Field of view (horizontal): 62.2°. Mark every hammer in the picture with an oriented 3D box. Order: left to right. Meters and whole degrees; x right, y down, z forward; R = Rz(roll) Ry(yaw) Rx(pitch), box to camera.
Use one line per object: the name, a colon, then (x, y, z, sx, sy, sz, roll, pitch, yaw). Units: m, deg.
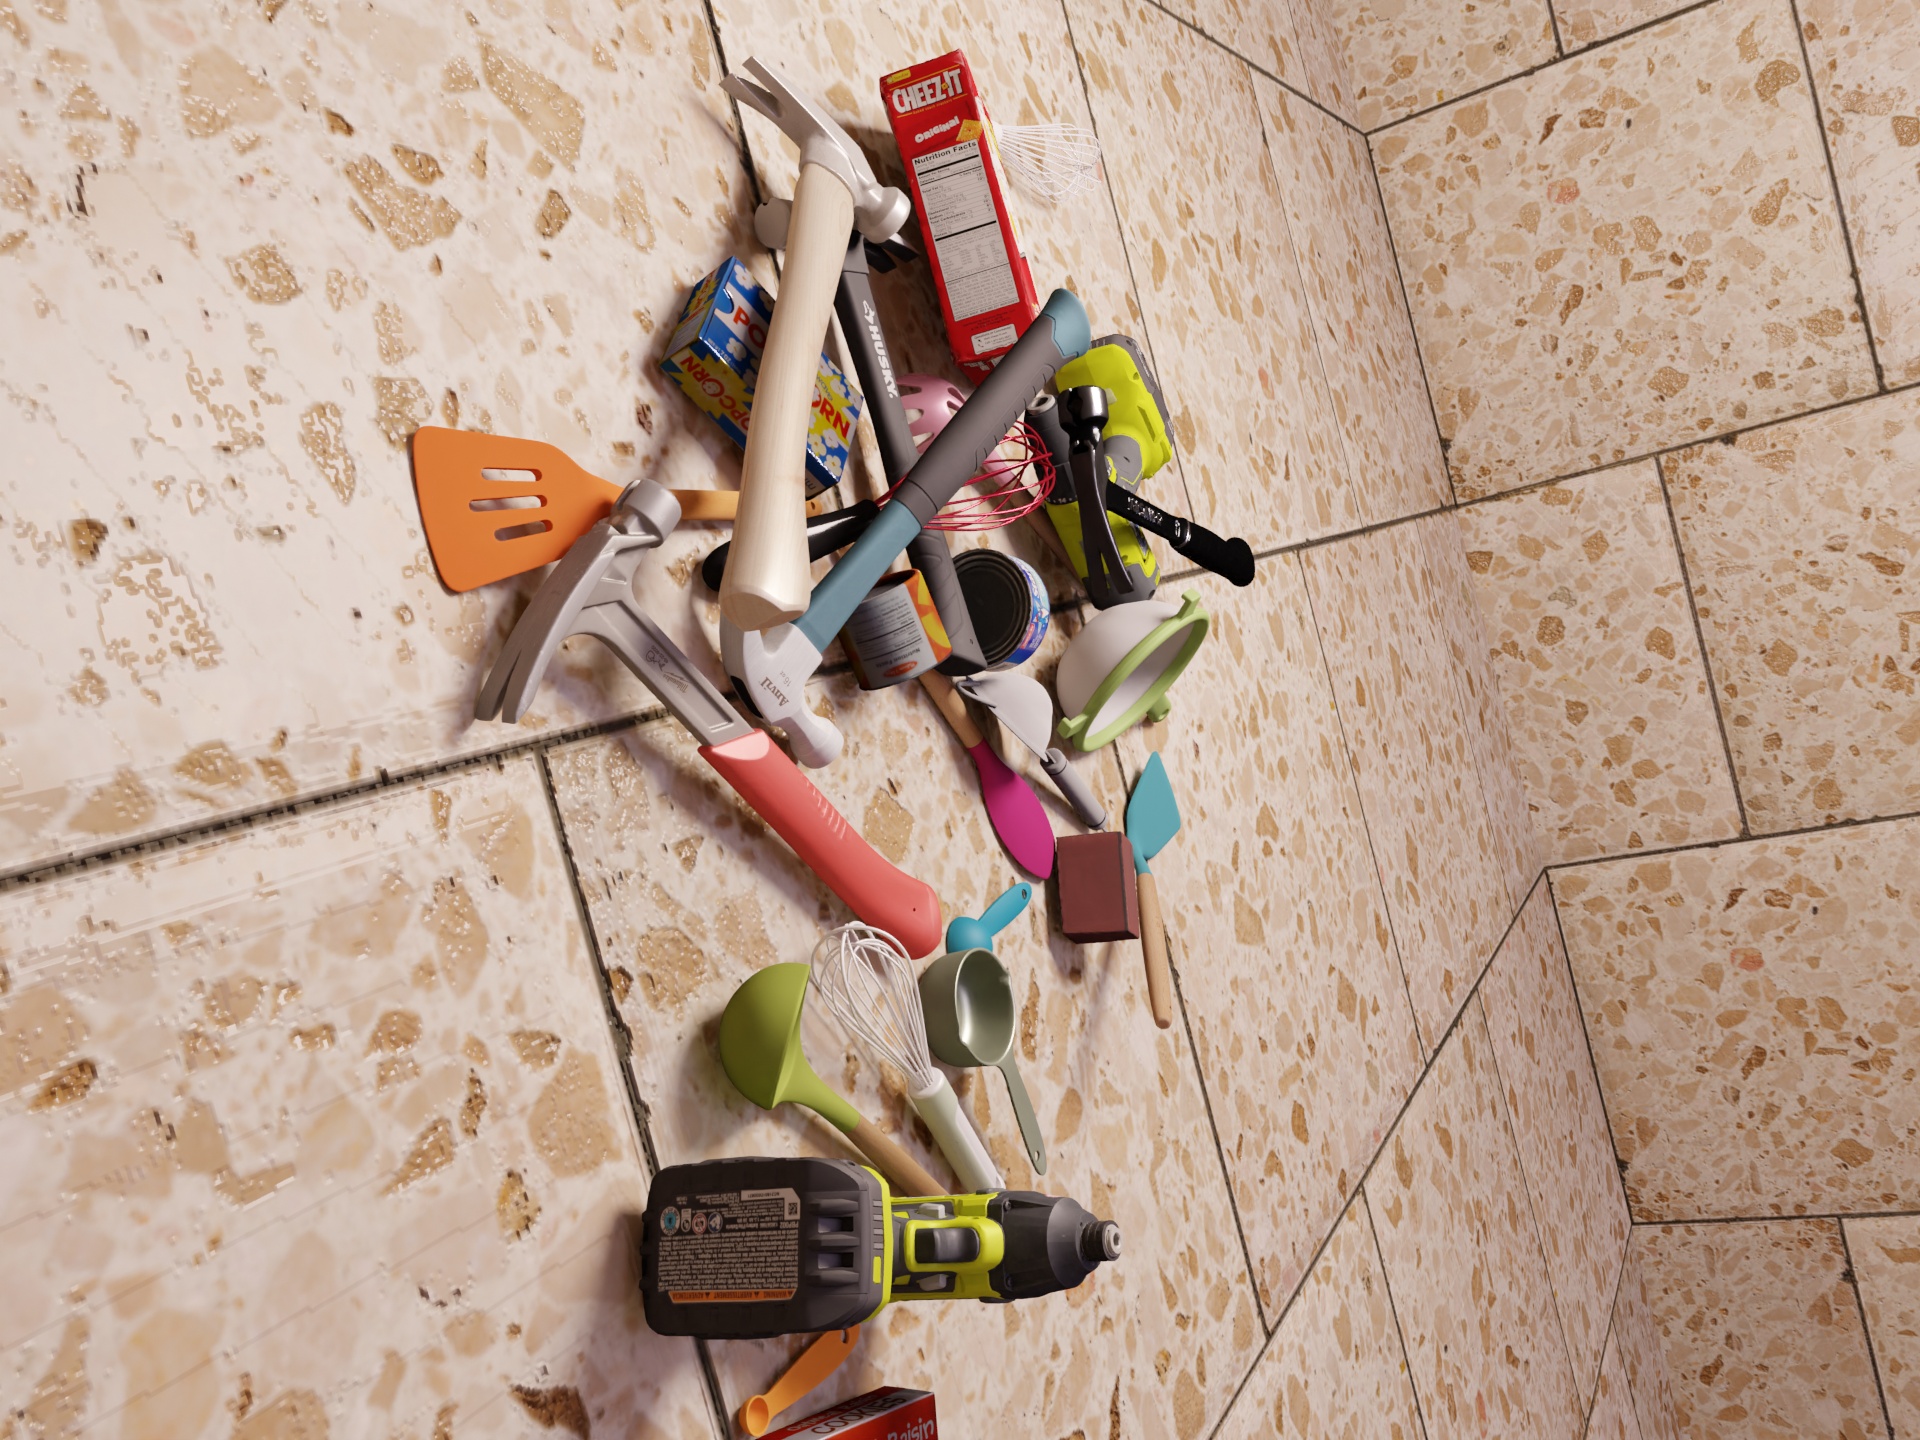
hammer: (-0.112, 0.040, 0.885, 0.358, 0.037, 0.149, 53, 54, -42)
hammer: (-0.103, -0.224, 0.927, 0.146, 0.038, 0.411, 36, 42, -35)
hammer: (-0.042, -0.191, 1.093, 0.146, 0.035, 0.335, -17, 90, -57)
hammer: (-0.025, -0.134, 0.964, 0.331, 0.033, 0.128, -52, 129, -16)
hammer: (0.175, -0.151, 1.298, 0.408, 0.036, 0.149, 8, 73, -64)

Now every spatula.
spatula: (-0.169, -0.119, 0.884, 0.322, 0.041, 0.081, -14, 91, -65)
spatula: (0.160, 0.139, 1.276, 0.318, 0.044, 0.082, -86, 157, -61)

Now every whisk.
whisk: (-0.042, -0.133, 1.006, 0.296, 0.073, 0.073, -26, 102, -39)
whisk: (-0.024, 0.216, 0.974, 0.058, 0.059, 0.246, -88, 157, -57)
whisk: (0.040, -0.497, 1.368, 0.284, 0.070, 0.070, -9, 87, -55)

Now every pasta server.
pasta server: (0.041, -0.176, 1.267, 0.315, 0.040, 0.060, 41, 45, -51)

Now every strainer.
strainer: (0.068, 0.025, 1.203, 0.087, 0.050, 0.258, 52, 1, 39)
strainer: (0.138, -0.042, 1.329, 0.069, 0.151, 0.256, 44, 3, 15)

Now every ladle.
ladle: (-0.041, 0.245, 0.924, 0.319, 0.062, 0.078, 54, 37, -39)

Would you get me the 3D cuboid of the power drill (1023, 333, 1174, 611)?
power drill: (0.115, -0.226, 1.329, 0.190, 0.080, 0.229, 60, 28, -32)

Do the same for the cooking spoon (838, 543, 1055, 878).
cooking spoon: (-0.002, -0.004, 1.127, 0.318, 0.017, 0.069, 56, 33, -32)

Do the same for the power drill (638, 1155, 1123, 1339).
power drill: (-0.036, 0.267, 0.810, 0.223, 0.171, 0.080, 24, 59, -51)

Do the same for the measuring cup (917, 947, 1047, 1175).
measuring cup: (0.016, 0.229, 1.048, 0.083, 0.038, 0.167, -43, 118, -57)

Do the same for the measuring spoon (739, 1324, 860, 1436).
measuring spoon: (-0.086, 0.349, 0.852, 0.117, 0.011, 0.021, -13, 89, -64)

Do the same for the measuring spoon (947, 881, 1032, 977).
measuring spoon: (0.029, 0.140, 1.118, 0.128, 0.021, 0.042, -33, 108, -58)
